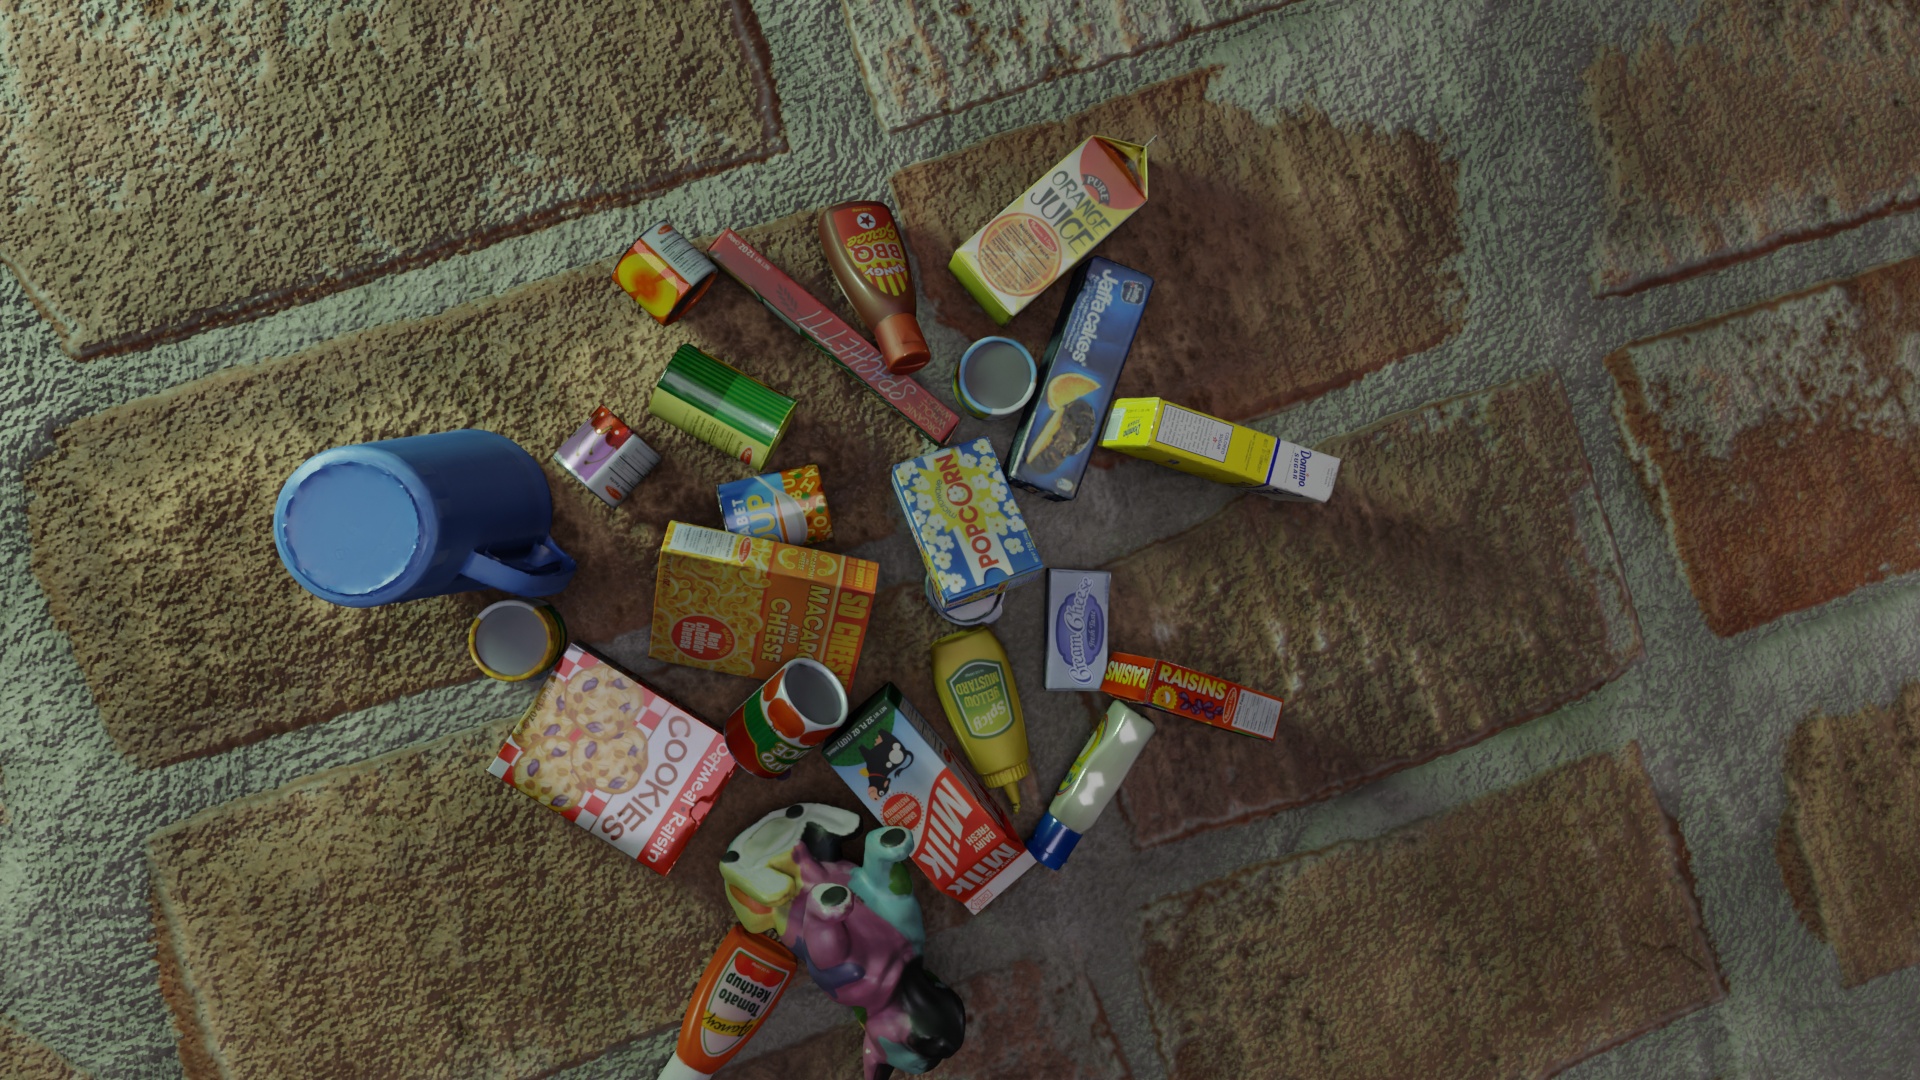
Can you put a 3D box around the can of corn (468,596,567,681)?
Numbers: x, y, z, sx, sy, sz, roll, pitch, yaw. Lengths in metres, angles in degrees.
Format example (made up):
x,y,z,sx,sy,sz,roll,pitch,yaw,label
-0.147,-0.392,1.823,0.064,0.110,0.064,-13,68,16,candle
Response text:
x,y,z,sx,sy,sz,roll,pitch,yaw,label
-0.354,0.081,1.114,0.071,0.058,0.071,0,89,-6,can of corn

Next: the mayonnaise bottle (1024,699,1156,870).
x,y,z,sx,sy,sz,roll,pitch,yaw,label
0.108,0.205,1.162,0.041,0.065,0.148,34,90,-3,mayonnaise bottle

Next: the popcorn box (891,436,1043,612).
x,y,z,sx,sy,sz,roll,pitch,yaw,label
0.004,-0.014,1.138,0.085,0.038,0.127,-18,70,-13,popcorn box

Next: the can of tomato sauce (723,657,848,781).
x,y,z,sx,sy,sz,roll,pitch,yaw,label
-0.138,0.144,1.113,0.071,0.071,0.082,46,123,-4,can of tomato sauce

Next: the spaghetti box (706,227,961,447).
x,y,z,sx,sy,sz,roll,pitch,yaw,label
-0.103,-0.165,1.150,0.250,0.050,0.029,39,87,-5,spaghetti box

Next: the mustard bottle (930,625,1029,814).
x,y,z,sx,sy,sz,roll,pitch,yaw,label
0.025,0.153,1.159,0.065,0.049,0.160,-20,91,-4,mustard bottle

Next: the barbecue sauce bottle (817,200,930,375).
x,y,z,sx,sy,sz,roll,pitch,yaw,label
-0.065,-0.206,1.133,0.065,0.043,0.149,-12,69,-26,barbecue sauce bottle

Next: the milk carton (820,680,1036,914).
x,y,z,sx,sy,sz,roll,pitch,yaw,label
-0.024,0.214,1.137,0.072,0.073,0.190,-41,94,3,milk carton

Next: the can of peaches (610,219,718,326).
x,y,z,sx,sy,sz,roll,pitch,yaw,label
-0.241,-0.215,1.129,0.058,0.071,0.071,42,85,-5,can of peaches

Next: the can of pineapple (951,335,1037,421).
x,y,z,sx,sy,sz,roll,pitch,yaw,label
0.027,-0.136,1.160,0.071,0.058,0.071,0,89,-6,can of pineapple

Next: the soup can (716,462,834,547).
x,y,z,sx,sy,sz,roll,pitch,yaw,label
-0.150,-0.022,1.132,0.084,0.071,0.071,-14,91,-6,soup can

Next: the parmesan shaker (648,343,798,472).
x,y,z,sx,sy,sz,roll,pitch,yaw,label
-0.192,-0.110,1.129,0.103,0.071,0.071,28,87,-5,parmesan shaker

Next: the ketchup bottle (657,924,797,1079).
x,y,z,sx,sy,sz,roll,pitch,yaw,label
-0.197,0.392,1.134,0.064,0.043,0.149,33,87,-16,ketchup bottle

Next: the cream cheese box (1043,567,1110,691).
x,y,z,sx,sy,sz,roll,pitch,yaw,label
0.098,0.076,1.181,0.053,0.024,0.103,2,89,-6,cream cheese box

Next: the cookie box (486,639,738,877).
x,y,z,sx,sy,sz,roll,pitch,yaw,label
-0.276,0.177,1.130,0.167,0.040,0.123,33,86,-5,cookie box

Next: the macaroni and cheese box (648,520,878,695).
x,y,z,sx,sy,sz,roll,pitch,yaw,label
-0.158,0.055,1.112,0.166,0.040,0.123,11,130,-7,macaroni and cheese box

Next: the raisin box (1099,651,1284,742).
x,y,z,sx,sy,sz,roll,pitch,yaw,label
0.190,0.129,1.148,0.123,0.086,0.040,19,85,-18,raisin box

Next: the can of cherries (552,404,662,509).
x,y,z,sx,sy,sz,roll,pitch,yaw,label
-0.286,-0.069,1.122,0.071,0.071,0.058,42,86,-4,can of cherries

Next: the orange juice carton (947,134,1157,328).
x,y,z,sx,sy,sz,roll,pitch,yaw,label
0.086,-0.269,1.161,0.193,0.072,0.073,-42,94,-5,orange juice carton

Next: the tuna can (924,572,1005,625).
x,y,z,sx,sy,sz,roll,pitch,yaw,label
0.005,0.040,1.167,0.071,0.033,0.071,0,89,-6,tuna can
